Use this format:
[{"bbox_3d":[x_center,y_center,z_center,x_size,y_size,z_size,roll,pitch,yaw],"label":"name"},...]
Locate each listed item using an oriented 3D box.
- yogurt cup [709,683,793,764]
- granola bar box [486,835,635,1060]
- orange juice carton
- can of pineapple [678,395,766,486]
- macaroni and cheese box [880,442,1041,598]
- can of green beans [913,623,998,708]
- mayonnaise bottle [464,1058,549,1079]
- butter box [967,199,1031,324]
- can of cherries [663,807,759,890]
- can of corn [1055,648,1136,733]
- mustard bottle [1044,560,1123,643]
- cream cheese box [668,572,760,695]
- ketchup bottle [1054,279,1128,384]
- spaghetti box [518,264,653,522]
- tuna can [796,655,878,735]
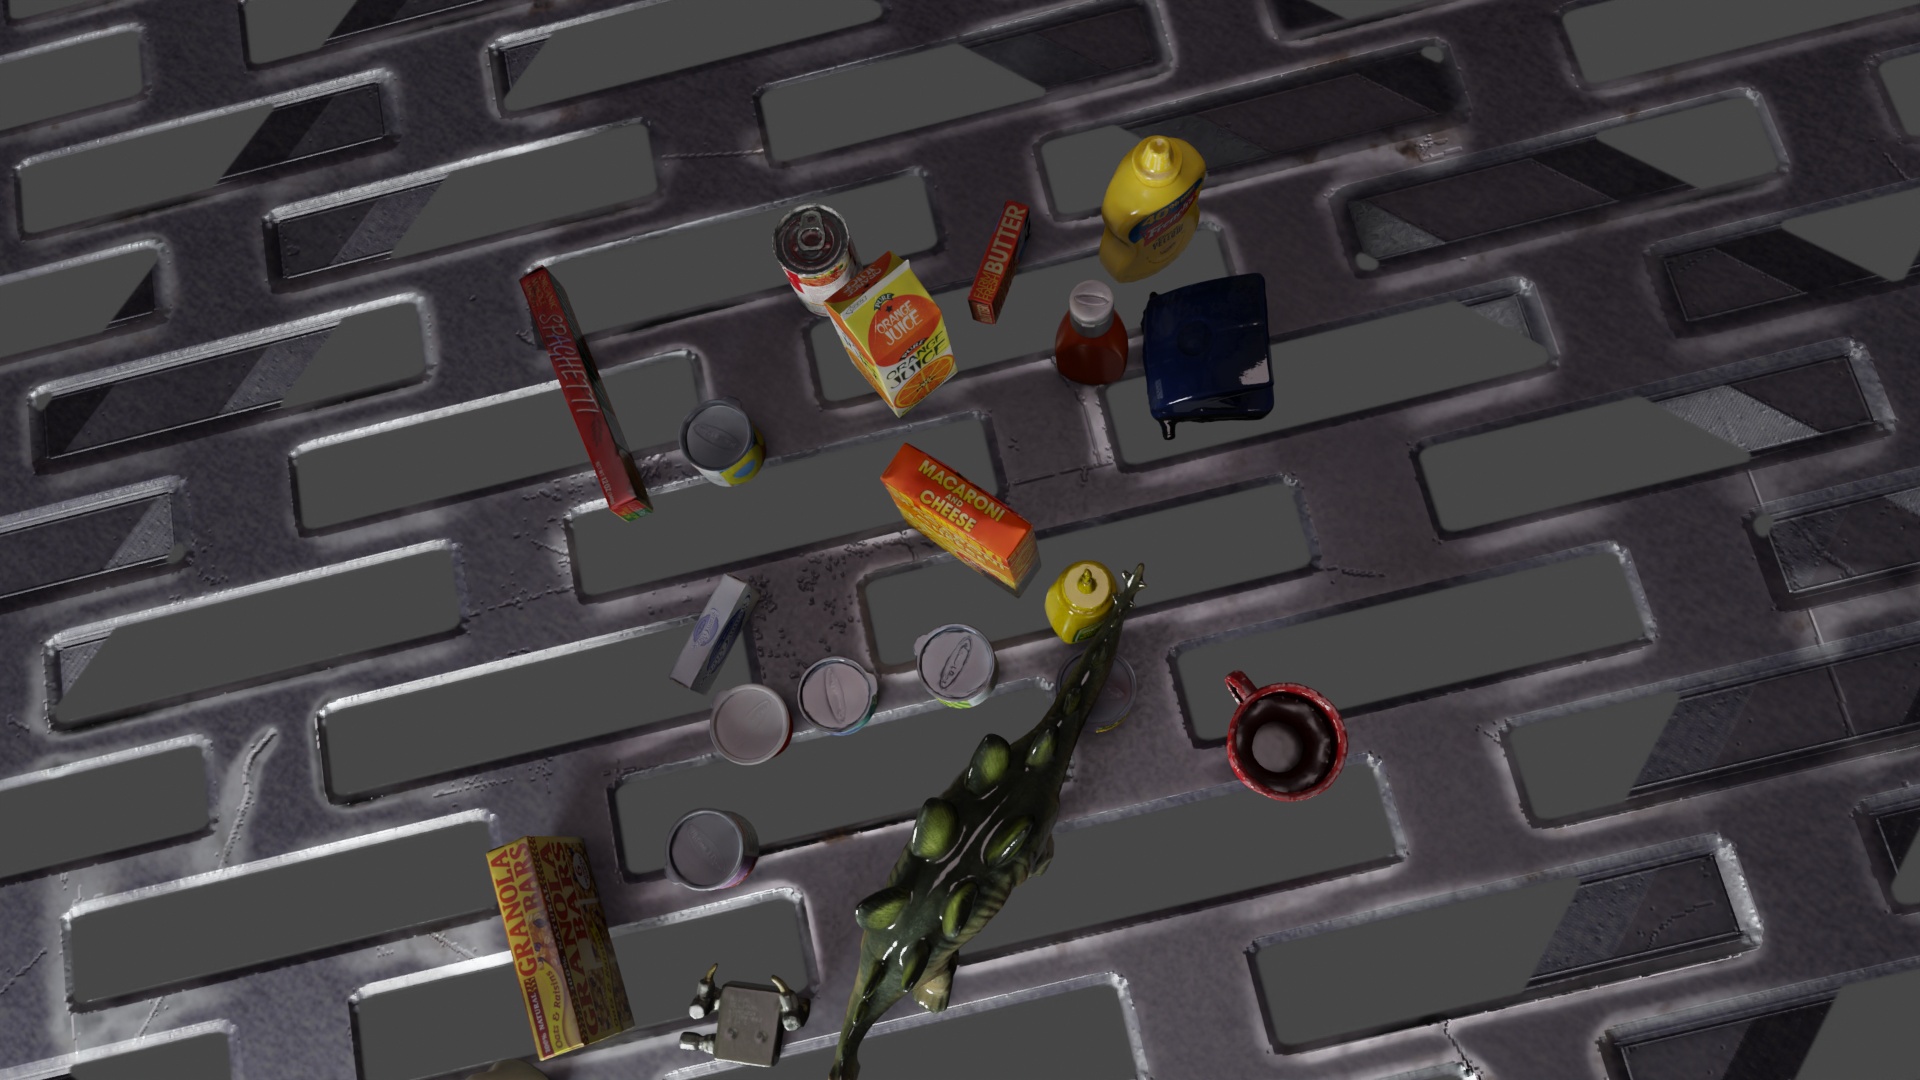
[{"bbox_3d":[-0.175,0.158,1.185,0.072,0.054,0.072,-1,77,5],"label":"yogurt cup"},{"bbox_3d":[-0.323,0.325,1.123,0.039,0.124,0.166,-20,76,1],"label":"granola bar box"},{"bbox_3d":[-0.059,-0.179,1.183,0.072,0.192,0.073,-39,77,-4],"label":"orange juice carton"},{"bbox_3d":[-0.211,-0.088,1.244,0.071,0.057,0.071,-1,77,5],"label":"can of pineapple"},{"bbox_3d":[0.004,-0.014,1.152,0.124,0.166,0.040,33,83,11],"label":"macaroni and cheese box"},{"bbox_3d":[-0.002,0.107,1.180,0.071,0.057,0.071,-1,77,5],"label":"can of green beans"},{"bbox_3d":[-0.367,0.444,1.087,0.065,0.148,0.041,33,82,11],"label":"mayonnaise bottle"},{"bbox_3d":[0.036,-0.252,1.263,0.024,0.053,0.103,19,79,9],"label":"butter box"},{"bbox_3d":[-0.209,0.260,1.162,0.071,0.058,0.071,-1,77,5],"label":"can of cherries"},{"bbox_3d":[0.113,0.129,1.165,0.071,0.058,0.071,-1,77,5],"label":"can of corn"},{"bbox_3d":[0.102,0.047,1.132,0.065,0.160,0.049,-29,77,-2],"label":"mustard bottle"},{"bbox_3d":[-0.213,0.082,1.207,0.024,0.053,0.104,25,80,10],"label":"cream cheese box"},{"bbox_3d":[0.112,-0.177,1.189,0.065,0.148,0.043,7,78,7],"label":"ketchup bottle"},{"bbox_3d":[-0.343,-0.135,1.271,0.029,0.050,0.250,-25,76,-1],"label":"spaghetti box"},{"bbox_3d":[-0.103,0.133,1.196,0.071,0.032,0.071,-1,77,5],"label":"tuna can"}]
